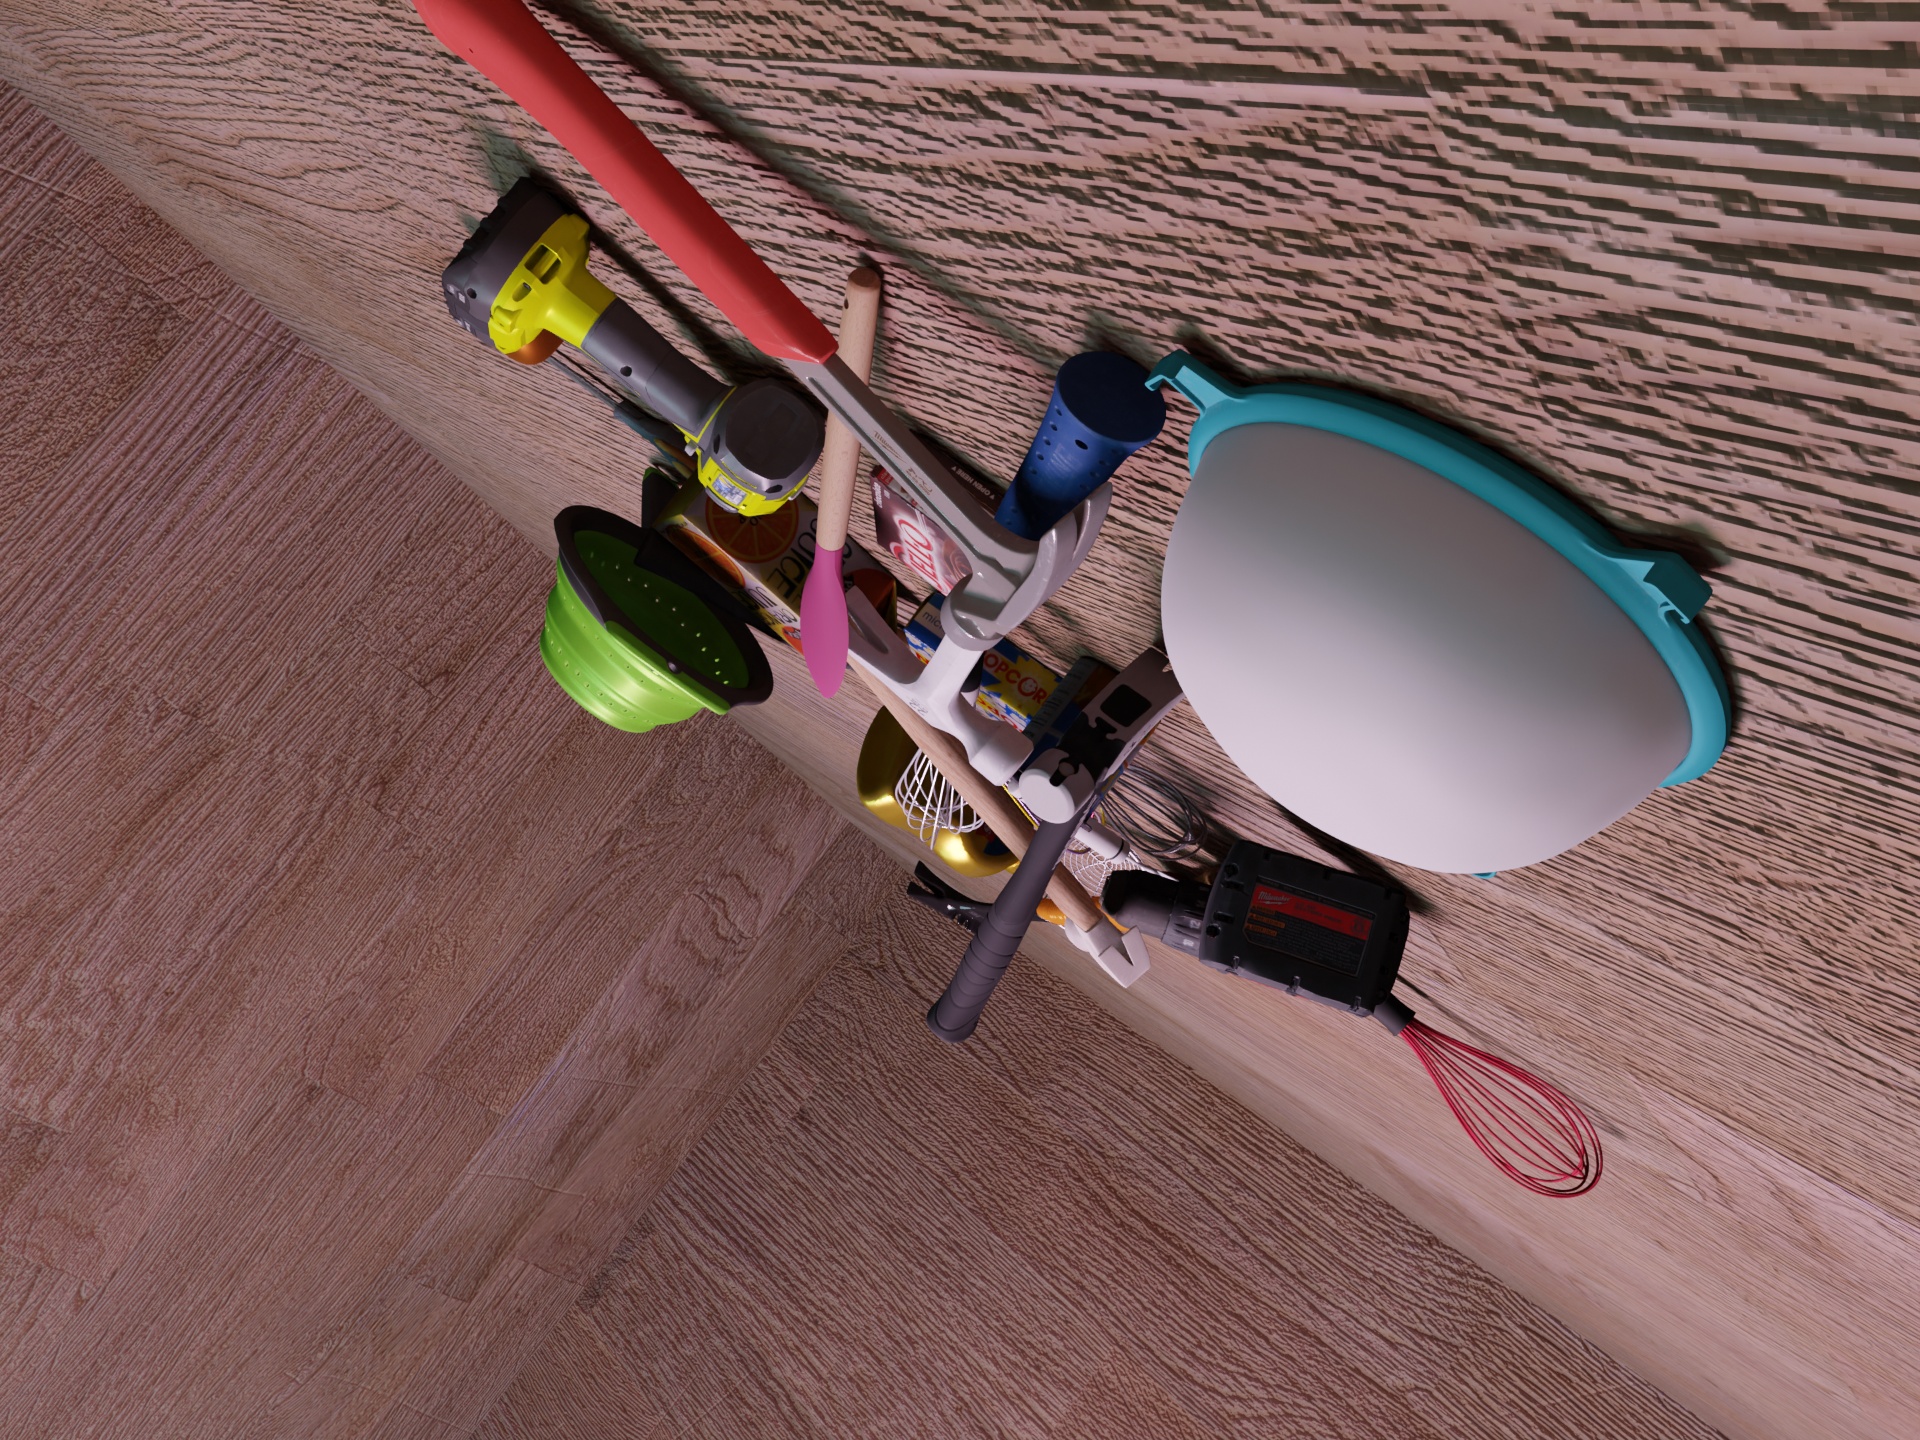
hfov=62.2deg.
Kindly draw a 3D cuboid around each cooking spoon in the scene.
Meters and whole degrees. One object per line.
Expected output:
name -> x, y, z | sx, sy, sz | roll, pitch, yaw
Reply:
cooking spoon -> -0.064, -0.107, 0.800 | 0.318, 0.017, 0.069 | 107, 147, -58

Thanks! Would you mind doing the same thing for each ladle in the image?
ladle -> 0.198, 0.130, 1.278 | 0.069, 0.031, 0.315 | 28, 169, 1

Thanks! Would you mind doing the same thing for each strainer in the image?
strainer -> 0.119, 0.101, 1.169 | 0.258, 0.050, 0.087 | 35, 173, -25
strainer -> 0.165, 0.016, 0.606 | 0.211, 0.095, 0.340 | 32, 168, 33

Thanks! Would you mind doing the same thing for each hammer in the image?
hammer -> 0.016, 0.048, 1.013 | 0.331, 0.031, 0.130 | 51, 175, -19
hammer -> -0.086, -0.043, 1.264 | 0.408, 0.036, 0.149 | 30, 174, -34
hammer -> 0.091, 0.162, 1.374 | 0.127, 0.034, 0.337 | 34, 156, -28
hammer -> 0.013, -0.067, 0.762 | 0.144, 0.035, 0.405 | 40, 161, 2
hammer -> -0.088, -0.180, 0.639 | 0.359, 0.037, 0.149 | 47, 160, 2
hammer -> 0.042, 0.091, 0.915 | 0.035, 0.146, 0.334 | 37, 139, 12

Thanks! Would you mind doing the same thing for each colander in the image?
colander -> -0.260, -0.098, 1.265 | 0.204, 0.094, 0.397 | 38, -164, -27

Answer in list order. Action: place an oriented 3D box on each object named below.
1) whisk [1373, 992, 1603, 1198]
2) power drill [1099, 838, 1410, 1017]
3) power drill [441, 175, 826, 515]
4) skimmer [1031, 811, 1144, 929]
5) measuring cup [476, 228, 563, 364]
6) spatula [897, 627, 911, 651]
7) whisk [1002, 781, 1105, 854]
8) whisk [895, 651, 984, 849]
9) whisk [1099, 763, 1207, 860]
whisk -> 0.338, 0.233, 1.153 | 0.296, 0.073, 0.073 | 41, 172, 13
power drill -> 0.187, 0.134, 1.049 | 0.188, 0.080, 0.226 | 18, 171, 5
power drill -> -0.191, -0.207, 0.960 | 0.228, 0.080, 0.190 | 37, 171, -12
skimmer -> 0.045, 0.103, 1.373 | 0.127, 0.090, 0.362 | -12, 152, 33
measuring cup -> -0.330, -0.292, 1.142 | 0.095, 0.052, 0.174 | 42, 169, -22
spatula -> -0.086, -0.074, 1.314 | 0.318, 0.044, 0.082 | 31, -167, 29
whisk -> 0.027, 0.025, 1.216 | 0.244, 0.047, 0.051 | 39, -167, -28
whisk -> -0.002, -0.002, 1.062 | 0.070, 0.070, 0.284 | 35, 148, 18
whisk -> 0.084, 0.029, 1.160 | 0.239, 0.055, 0.055 | 36, 172, 35
